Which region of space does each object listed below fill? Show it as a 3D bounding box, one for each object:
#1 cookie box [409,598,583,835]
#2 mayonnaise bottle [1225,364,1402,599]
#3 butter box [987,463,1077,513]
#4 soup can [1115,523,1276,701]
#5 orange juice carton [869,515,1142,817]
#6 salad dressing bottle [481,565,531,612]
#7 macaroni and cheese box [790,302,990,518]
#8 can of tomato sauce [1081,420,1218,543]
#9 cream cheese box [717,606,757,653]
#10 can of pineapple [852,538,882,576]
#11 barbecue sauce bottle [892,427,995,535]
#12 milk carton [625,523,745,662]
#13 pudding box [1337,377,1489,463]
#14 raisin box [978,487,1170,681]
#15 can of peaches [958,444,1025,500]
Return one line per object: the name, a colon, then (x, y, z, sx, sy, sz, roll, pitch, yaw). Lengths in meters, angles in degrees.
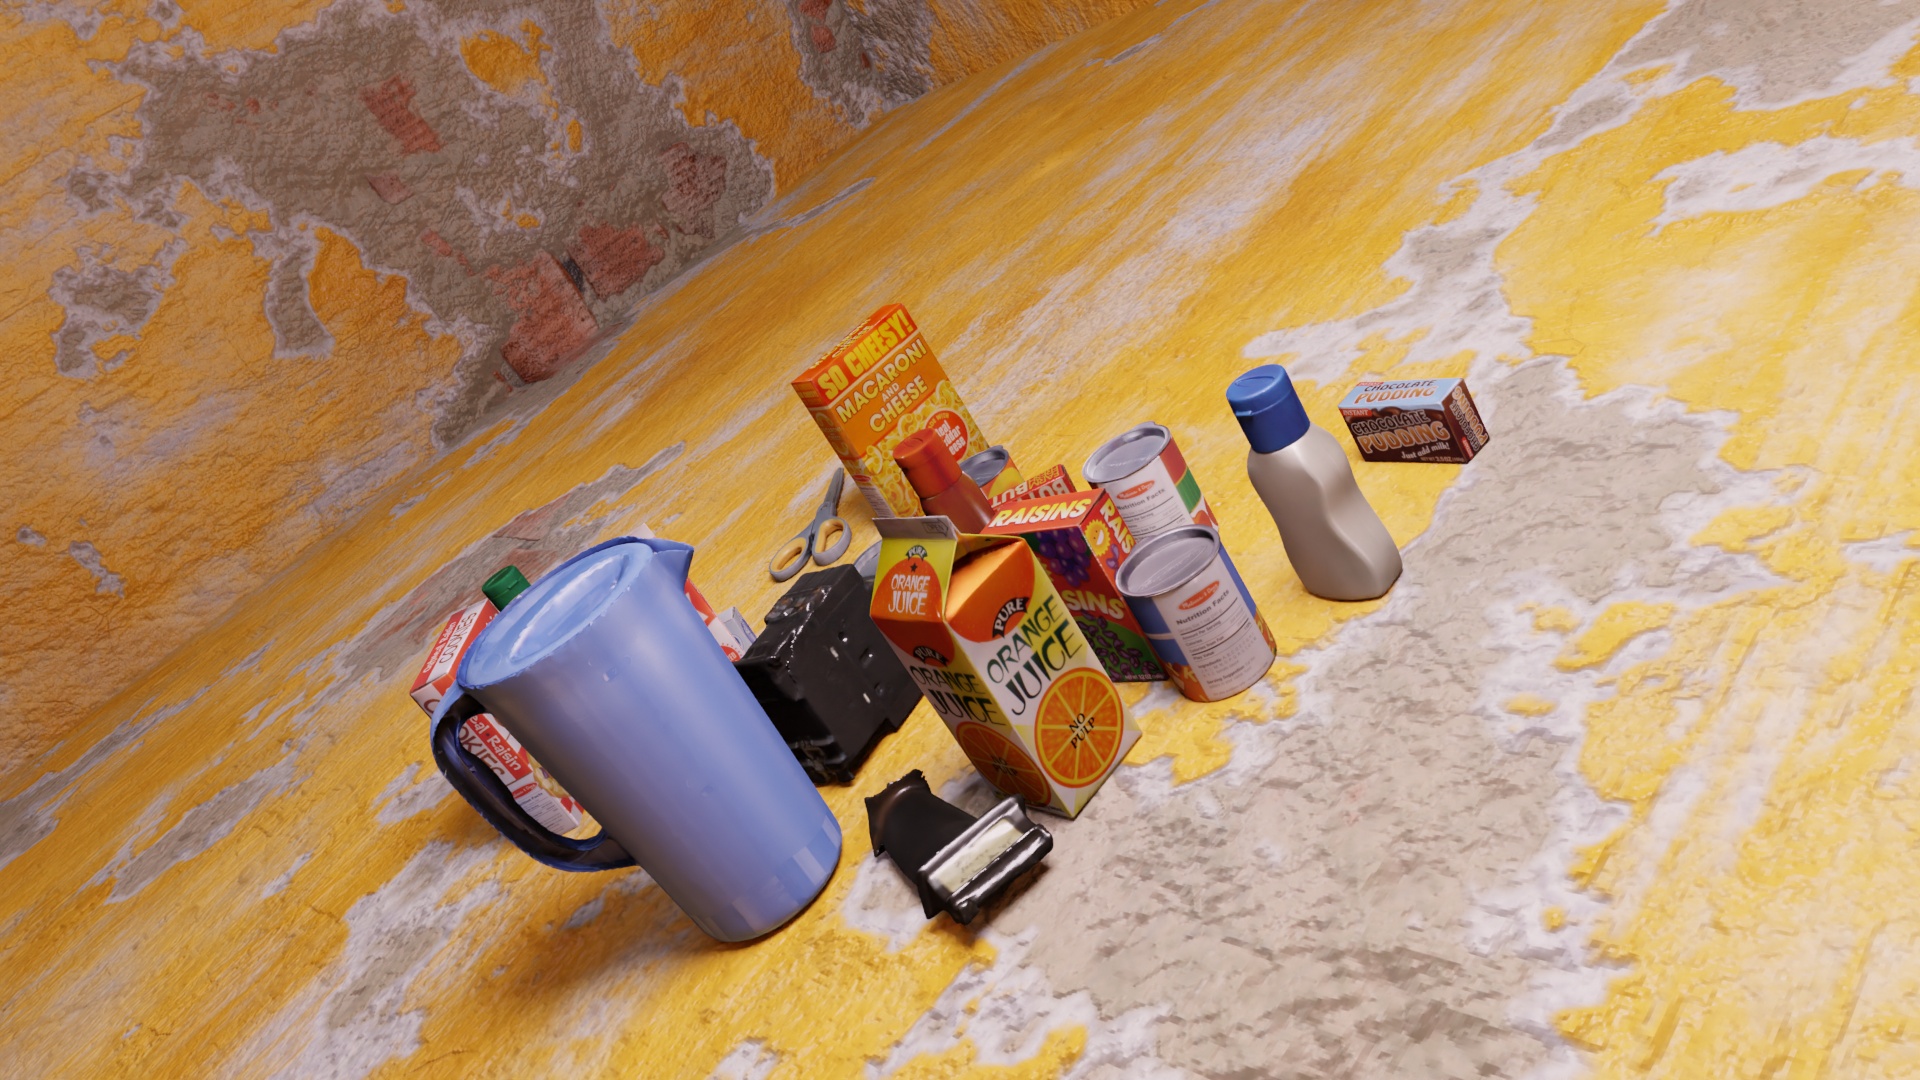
cookie box: (-0.363, 0.145, 1.126, 0.040, 0.167, 0.123, -29, 24, 9)
mayonnaise bottle: (0.201, -0.032, 0.805, 0.041, 0.147, 0.064, -45, 26, -27)
butter box: (0.046, -0.013, 1.077, 0.103, 0.053, 0.024, -26, 24, 13)
soup can: (0.138, 0.042, 0.818, 0.071, 0.083, 0.071, -27, 24, 13)
orange juice carton: (0.018, 0.061, 0.790, 0.073, 0.192, 0.072, -45, 26, -28)
salad dressing bottle: (-0.380, 0.089, 1.280, 0.044, 0.147, 0.064, -5, 36, 47)
macaroni and cheese box: (-0.061, -0.111, 1.256, 0.124, 0.166, 0.040, -45, 26, -27)
can of tomato sauce: (0.133, -0.029, 0.964, 0.071, 0.083, 0.071, -27, 24, 13)
cream cheese box: (-0.221, 0.103, 1.175, 0.104, 0.053, 0.024, -29, 23, 8)
can of pineapple: (-0.044, 0.034, 1.090, 0.071, 0.057, 0.071, -27, 24, 13)
barbecue sauce bottle: (0.004, -0.013, 1.008, 0.044, 0.148, 0.065, -38, 24, -13)
milk carton: (-0.208, 0.080, 1.032, 0.072, 0.190, 0.073, -37, 24, -10)
pudding box: (0.294, -0.078, 0.904, 0.030, 0.049, 0.083, -43, 26, -24)
raisin box: (0.078, 0.030, 0.865, 0.086, 0.123, 0.040, -7, 34, 45)
can of peaches: (0.026, -0.035, 1.138, 0.071, 0.058, 0.071, -27, 24, 13)
